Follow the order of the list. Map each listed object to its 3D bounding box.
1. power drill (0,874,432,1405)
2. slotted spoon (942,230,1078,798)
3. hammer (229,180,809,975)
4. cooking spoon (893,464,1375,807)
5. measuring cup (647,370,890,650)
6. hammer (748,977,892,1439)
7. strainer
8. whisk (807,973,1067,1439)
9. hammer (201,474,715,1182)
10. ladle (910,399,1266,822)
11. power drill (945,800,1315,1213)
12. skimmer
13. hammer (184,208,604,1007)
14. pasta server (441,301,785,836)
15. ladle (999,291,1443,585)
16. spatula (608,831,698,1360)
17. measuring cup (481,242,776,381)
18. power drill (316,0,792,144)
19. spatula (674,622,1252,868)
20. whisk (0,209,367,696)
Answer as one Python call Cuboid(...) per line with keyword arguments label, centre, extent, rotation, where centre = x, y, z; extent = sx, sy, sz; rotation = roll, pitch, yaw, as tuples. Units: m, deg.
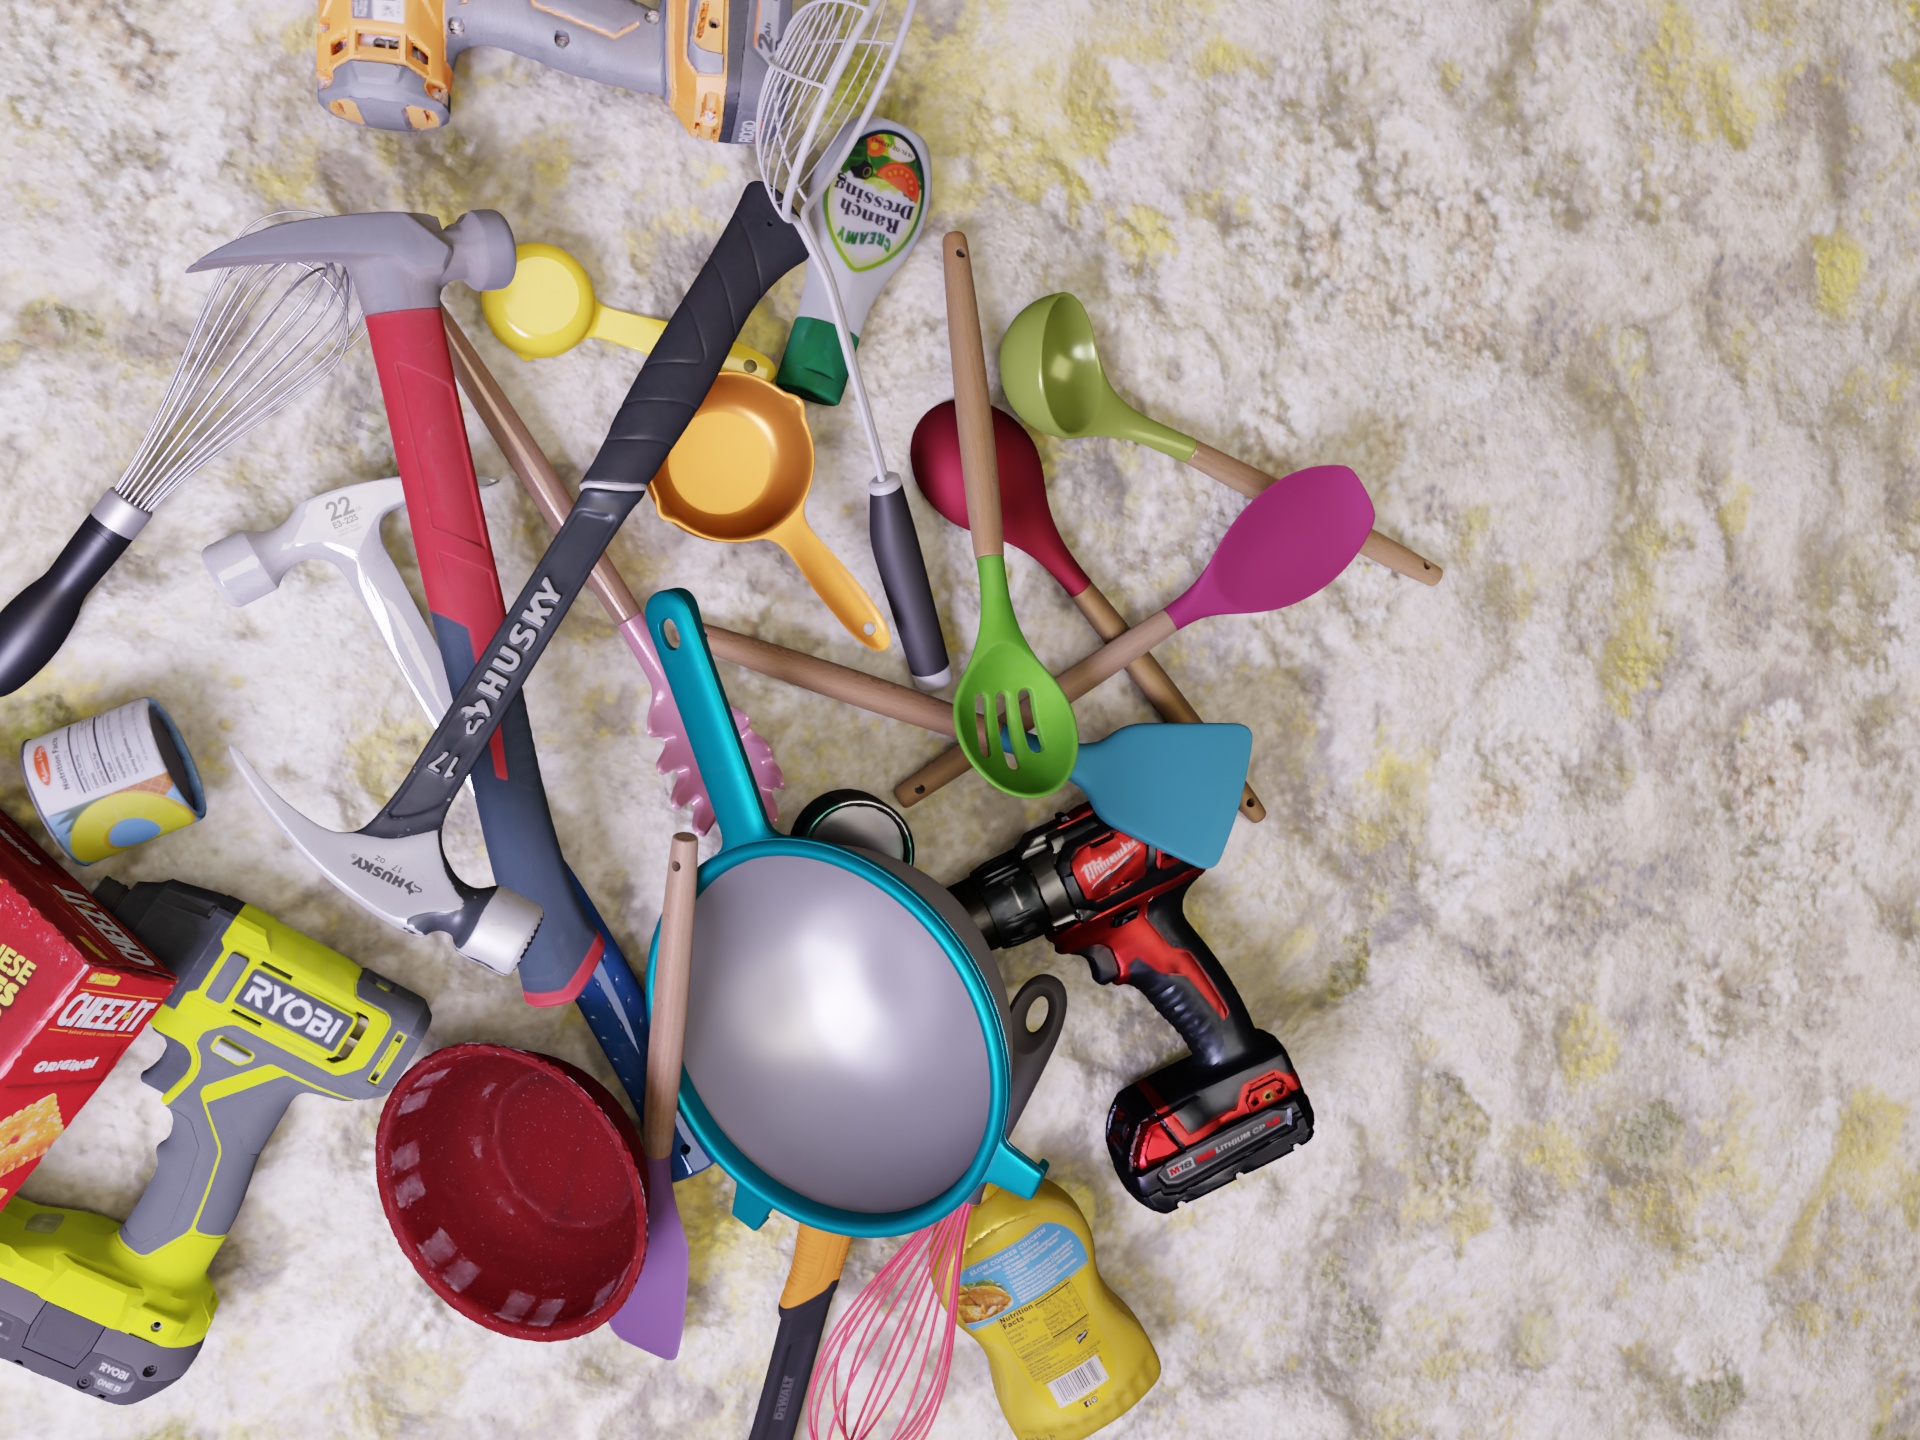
Cuboid(label="power drill", centre=(-0.394, 0.197, 0.781), extent=(0.171, 0.080, 0.223), rotation=(33, 82, -16))
Cuboid(label="slotted spoon", centre=(0.015, -0.112, 0.853), extent=(0.070, 0.031, 0.314), rotation=(-3, 82, -23))
Cuboid(label="hammer", centre=(-0.178, -0.095, 0.749), extent=(0.149, 0.036, 0.409), rotation=(29, 69, -11))
Cuboid(label="cooking spoon", centre=(0.097, -0.043, 0.902), extent=(0.319, 0.017, 0.068), rotation=(-34, 108, -1))
Cuboid(label="measuring cup", centre=(-0.099, -0.106, 0.848), extent=(0.095, 0.052, 0.173), rotation=(-42, 107, -9))
Cuboid(label="hammer", centre=(-0.087, 0.300, 0.899), extent=(0.127, 0.034, 0.337), rotation=(16, 91, -18))
Cuboid(label="strainer", centre=(-0.073, 0.089, 0.818), extent=(0.211, 0.095, 0.340), rotation=(-17, 94, 31))
Cuboid(label="whisk", centre=(-0.008, 0.275, 0.862), extent=(0.073, 0.073, 0.296), rotation=(24, 89, -17))
Cuboid(label="hammer", centre=(-0.225, 0.061, 0.835), extent=(0.144, 0.035, 0.405), rotation=(-28, 102, -12))
Cuboid(label="ladle", centre=(0.084, -0.056, 0.920), extent=(0.069, 0.031, 0.315), rotation=(-42, 106, -7))
Cuboid(label="power drill", centre=(0.086, 0.162, 0.915), extent=(0.188, 0.080, 0.226), rotation=(-24, 98, -6))
Cuboid(label="skimmer", centre=(-0.026, -0.180, 0.804), extent=(0.090, 0.127, 0.363), rotation=(-5, 118, 16))
Cuboid(label="hammer", centre=(-0.249, -0.042, 0.762), extent=(0.143, 0.038, 0.386), rotation=(-17, 103, -35))
Cuboid(label="pasta server", centre=(-0.188, -0.075, 0.826), extent=(0.060, 0.040, 0.316), rotation=(-30, 105, 2))
Cuboid(label="ladle", centre=(0.161, -0.149, 0.918), extent=(0.320, 0.062, 0.078), rotation=(23, 68, -20))
Cuboid(label="spatula", centre=(-0.158, 0.202, 0.828), extent=(0.060, 0.018, 0.315), rotation=(17, 112, 19))
Cuboid(label="measuring cup", centre=(-0.170, -0.204, 0.828), extent=(0.156, 0.029, 0.062), rotation=(14, 91, -15))
Cuboid(label="power drill", centre=(-0.198, -0.381, 0.781), extent=(0.226, 0.084, 0.185), rotation=(1, 93, -12))
Cuboid(label="spatula", centre=(-0.001, -0.003, 0.865), extent=(0.317, 0.044, 0.082), rotation=(18, 82, -6))
Cuboid(label="whisk", centre=(-0.384, -0.126, 0.764), extent=(0.070, 0.070, 0.284), rotation=(38, 88, -16))
